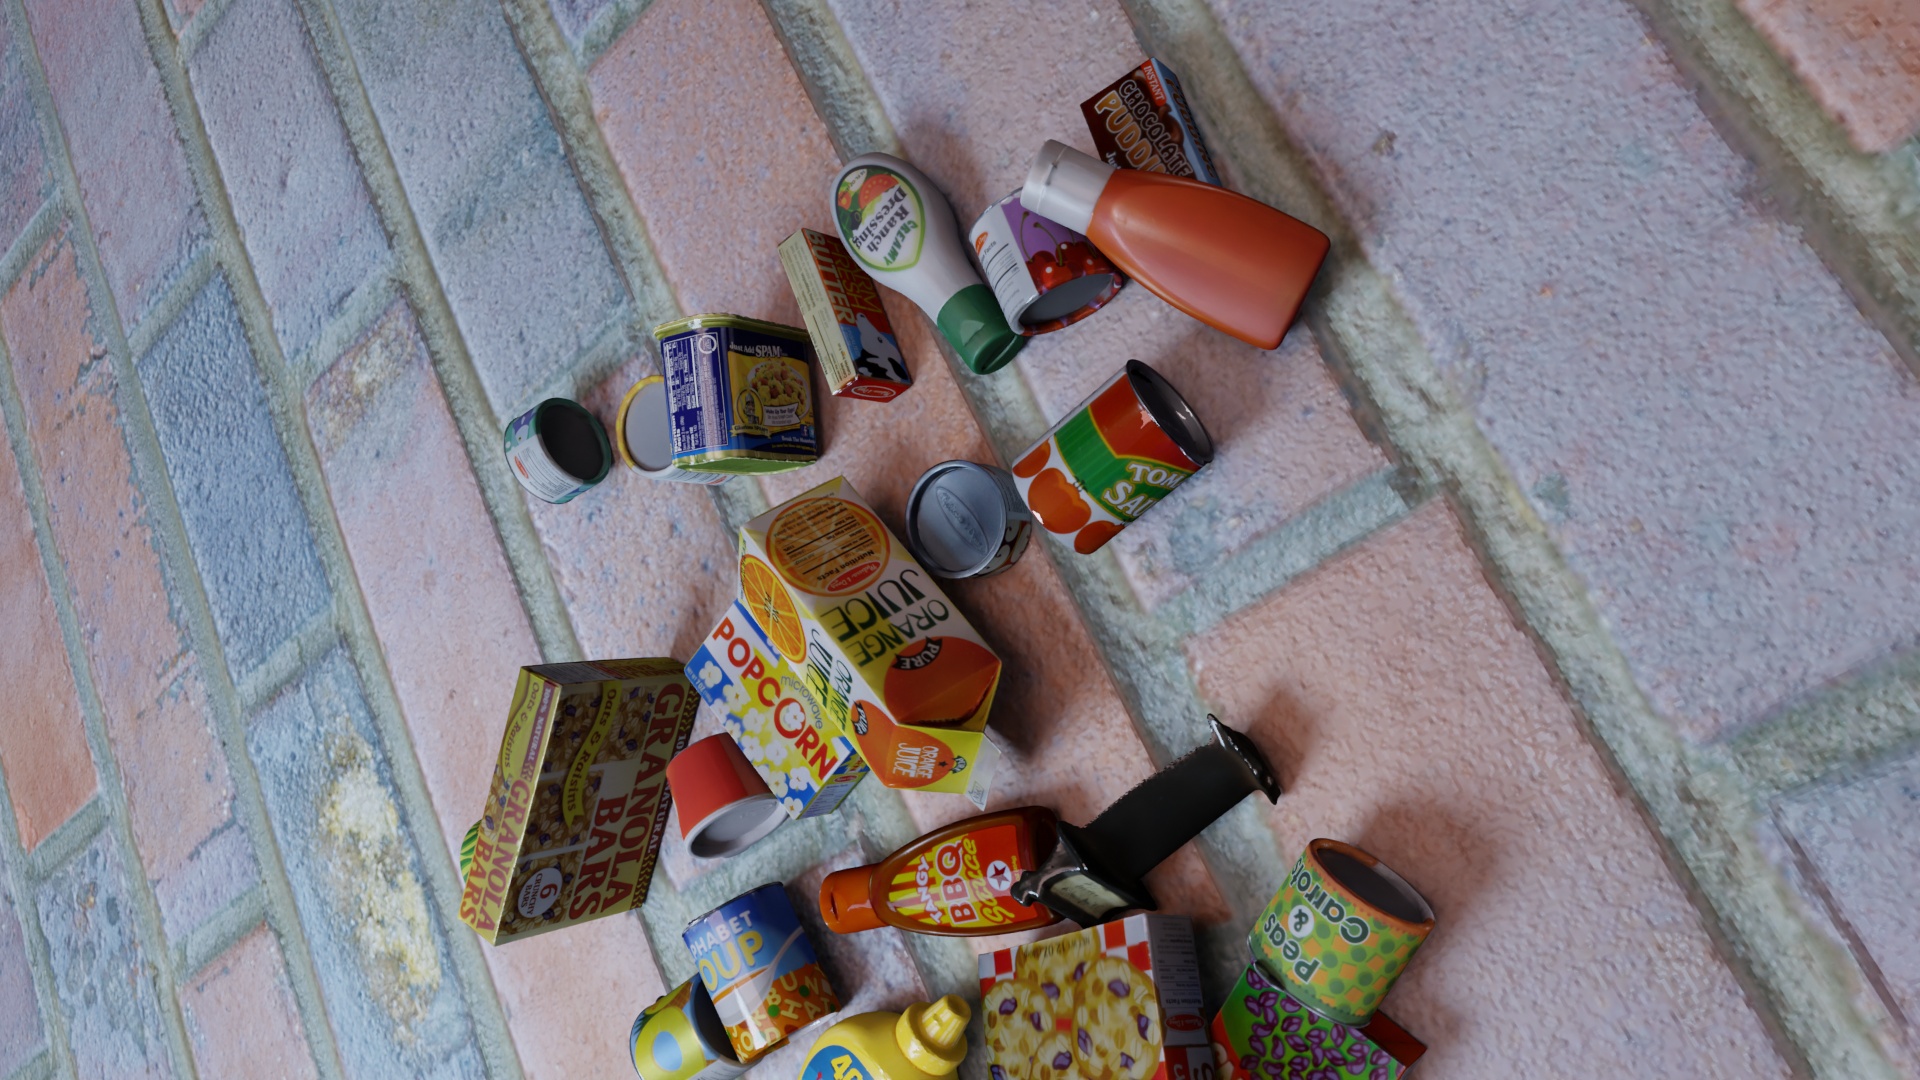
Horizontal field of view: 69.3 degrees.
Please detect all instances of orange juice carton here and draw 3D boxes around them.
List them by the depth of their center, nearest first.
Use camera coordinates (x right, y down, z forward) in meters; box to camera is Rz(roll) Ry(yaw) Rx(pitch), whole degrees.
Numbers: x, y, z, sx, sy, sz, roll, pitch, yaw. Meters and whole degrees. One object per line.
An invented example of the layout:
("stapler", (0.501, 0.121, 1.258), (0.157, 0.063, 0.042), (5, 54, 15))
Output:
("orange juice carton", (-0.042, 0.062, 0.767), (0.193, 0.073, 0.071), (48, 150, 24))

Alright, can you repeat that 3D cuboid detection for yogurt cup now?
("yogurt cup", (-0.145, 0.154, 0.848), (0.072, 0.072, 0.054), (-44, 59, 23))

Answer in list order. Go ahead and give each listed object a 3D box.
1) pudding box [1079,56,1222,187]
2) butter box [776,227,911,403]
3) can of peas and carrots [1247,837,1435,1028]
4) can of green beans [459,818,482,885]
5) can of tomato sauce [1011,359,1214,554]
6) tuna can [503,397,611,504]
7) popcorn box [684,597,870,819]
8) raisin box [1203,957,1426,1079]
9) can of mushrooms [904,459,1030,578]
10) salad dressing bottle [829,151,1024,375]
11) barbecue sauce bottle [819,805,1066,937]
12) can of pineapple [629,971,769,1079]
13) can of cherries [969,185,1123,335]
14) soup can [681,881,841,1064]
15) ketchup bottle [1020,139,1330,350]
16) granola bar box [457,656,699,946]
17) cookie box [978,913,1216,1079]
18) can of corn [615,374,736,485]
("pudding box", (0.102, -0.204, 0.731), (0.049, 0.030, 0.084), (-26, 75, 27))
("butter box", (-0.069, -0.133, 0.819), (0.024, 0.053, 0.103), (-31, 72, 30))
("can of peas and carrots", (0.175, 0.181, 0.646), (0.071, 0.071, 0.058), (36, 106, 27))
("can of green beans", (-0.291, 0.210, 0.932), (0.057, 0.071, 0.071), (-23, 76, 29))
("can of tomato sauce", (0.079, -0.041, 0.717), (0.083, 0.071, 0.071), (-40, 69, 25))
("tuna can", (-0.269, -0.062, 0.933), (0.032, 0.071, 0.071), (-26, 75, 27))
("popcorn box", (-0.101, 0.092, 0.837), (0.127, 0.038, 0.085), (48, 111, 24))
("raisin box", (0.154, 0.270, 0.674), (0.086, 0.040, 0.123), (34, 104, 28))
("can of mushrooms", (0.003, -0.010, 0.782), (0.071, 0.033, 0.071), (-1, 88, 31))
("salad dressing bottle", (-0.019, -0.159, 0.795), (0.064, 0.044, 0.148), (-45, 67, 21))
("barbecue sauce bottle", (-0.011, 0.191, 0.775), (0.148, 0.044, 0.065), (-19, 80, 30))
("can of pineapple", (-0.159, 0.300, 0.847), (0.057, 0.071, 0.071), (-39, 69, 24))
("can of cherries", (0.048, -0.151, 0.743), (0.071, 0.071, 0.058), (-31, 73, 27))
("soup can", (-0.119, 0.256, 0.822), (0.071, 0.071, 0.084), (-39, 69, 24))
("ketchup bottle", (0.103, -0.152, 0.689), (0.149, 0.043, 0.064), (26, 99, 5))
("granola bar box", (-0.234, 0.157, 0.865), (0.039, 0.124, 0.165), (21, 99, 31))
("cookie box", (0.070, 0.281, 0.685), (0.122, 0.040, 0.168), (-29, 57, 41))
("can of corn", (-0.175, -0.072, 0.878), (0.071, 0.058, 0.071), (-1, 88, 31))
